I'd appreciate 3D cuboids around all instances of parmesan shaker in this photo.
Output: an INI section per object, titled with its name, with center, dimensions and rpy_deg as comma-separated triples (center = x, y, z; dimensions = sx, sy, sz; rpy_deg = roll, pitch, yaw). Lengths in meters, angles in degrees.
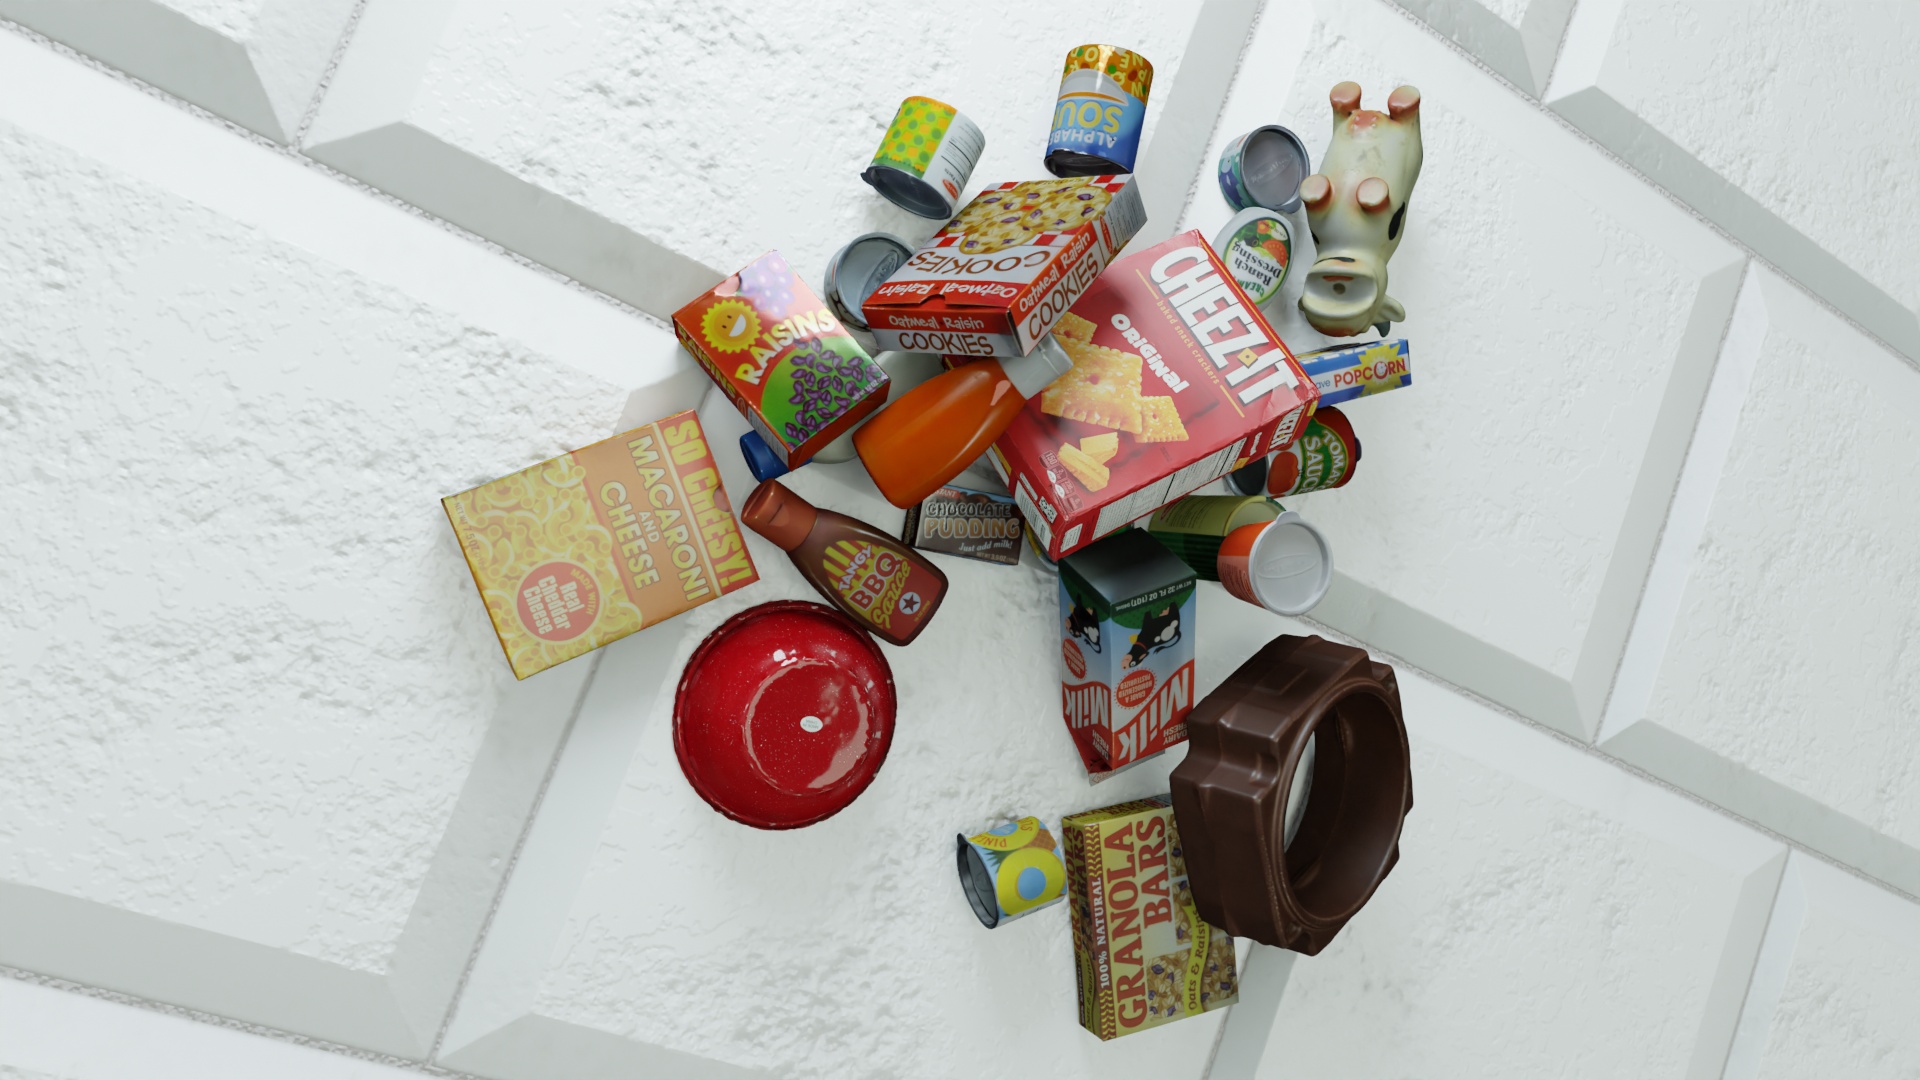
[parmesan shaker]
center = 0.193, 0.001, 1.037
dimensions = 0.071, 0.103, 0.071
rpy_deg = -1, 93, -23

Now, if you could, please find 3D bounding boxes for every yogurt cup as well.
[yogurt cup]
center = 0.215, 0.017, 0.960
dimensions = 0.072, 0.054, 0.072
rpy_deg = -1, 92, -23

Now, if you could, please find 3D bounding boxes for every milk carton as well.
[milk carton]
center = 0.121, 0.095, 1.007
dimensions = 0.072, 0.073, 0.189
rpy_deg = -19, 125, -20

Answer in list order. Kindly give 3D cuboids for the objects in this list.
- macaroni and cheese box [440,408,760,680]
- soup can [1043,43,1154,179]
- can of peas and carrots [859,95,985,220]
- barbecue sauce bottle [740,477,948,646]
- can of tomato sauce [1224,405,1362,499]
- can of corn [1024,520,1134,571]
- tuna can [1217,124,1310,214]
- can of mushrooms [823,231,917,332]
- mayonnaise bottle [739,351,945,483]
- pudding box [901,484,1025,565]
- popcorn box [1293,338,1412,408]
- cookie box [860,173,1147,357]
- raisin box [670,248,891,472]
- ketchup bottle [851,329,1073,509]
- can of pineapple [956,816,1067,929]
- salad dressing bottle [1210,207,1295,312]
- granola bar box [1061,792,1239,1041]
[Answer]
[macaroni and cheese box]
center = -0.229, 0.000, 0.896
dimensions = 0.167, 0.040, 0.123
rpy_deg = -23, 101, -20
[soup can]
center = 0.099, -0.308, 1.008
dimensions = 0.071, 0.071, 0.084
rpy_deg = 13, 86, -22
[can of peas and carrots]
center = -0.026, -0.265, 0.961
dimensions = 0.071, 0.071, 0.059
rpy_deg = 29, 81, -21
[barbecue sauce bottle]
center = -0.081, 0.011, 0.947
dimensions = 0.148, 0.044, 0.065
rpy_deg = 36, 88, -27
[can of tomato sauce]
center = 0.256, -0.066, 1.080
dimensions = 0.083, 0.071, 0.071
rpy_deg = -10, 96, -21
[can of corn]
center = 0.084, -0.019, 1.012
dimensions = 0.058, 0.071, 0.071
rpy_deg = -19, 99, -20
[tuna can]
center = 0.238, -0.286, 1.085
dimensions = 0.071, 0.033, 0.071
rpy_deg = -1, 92, -22
[can of mushrooms]
center = -0.058, -0.177, 0.966
dimensions = 0.071, 0.033, 0.071
rpy_deg = -1, 91, -23
[mayonnaise bottle]
center = -0.078, -0.085, 0.957
dimensions = 0.148, 0.041, 0.064
rpy_deg = -26, 98, -18
[pudding box]
center = 0.004, -0.013, 0.998
dimensions = 0.084, 0.030, 0.049
rpy_deg = 11, 86, -23
[popcorn box]
center = 0.272, -0.125, 1.076
dimensions = 0.127, 0.085, 0.038
rpy_deg = -14, 99, -22
[cookie box]
center = 0.030, -0.185, 0.925
dimensions = 0.168, 0.123, 0.040
rpy_deg = -50, 132, -34
[raisin box]
center = -0.118, -0.120, 0.915
dimensions = 0.086, 0.040, 0.123
rpy_deg = -38, 80, -16
[ketchup bottle]
center = 0.003, -0.085, 0.907
dimensions = 0.148, 0.043, 0.065
rpy_deg = -35, 71, 11
[can of pineapple]
center = 0.036, 0.236, 1.000
dimensions = 0.058, 0.071, 0.071
rpy_deg = -15, 98, -22
[salad dressing bottle]
center = 0.208, -0.183, 1.070
dimensions = 0.064, 0.044, 0.148
rpy_deg = 28, 81, -13
[granola bar box]
center = 0.145, 0.282, 1.061
dimensions = 0.124, 0.039, 0.165
rpy_deg = -7, 95, -23
